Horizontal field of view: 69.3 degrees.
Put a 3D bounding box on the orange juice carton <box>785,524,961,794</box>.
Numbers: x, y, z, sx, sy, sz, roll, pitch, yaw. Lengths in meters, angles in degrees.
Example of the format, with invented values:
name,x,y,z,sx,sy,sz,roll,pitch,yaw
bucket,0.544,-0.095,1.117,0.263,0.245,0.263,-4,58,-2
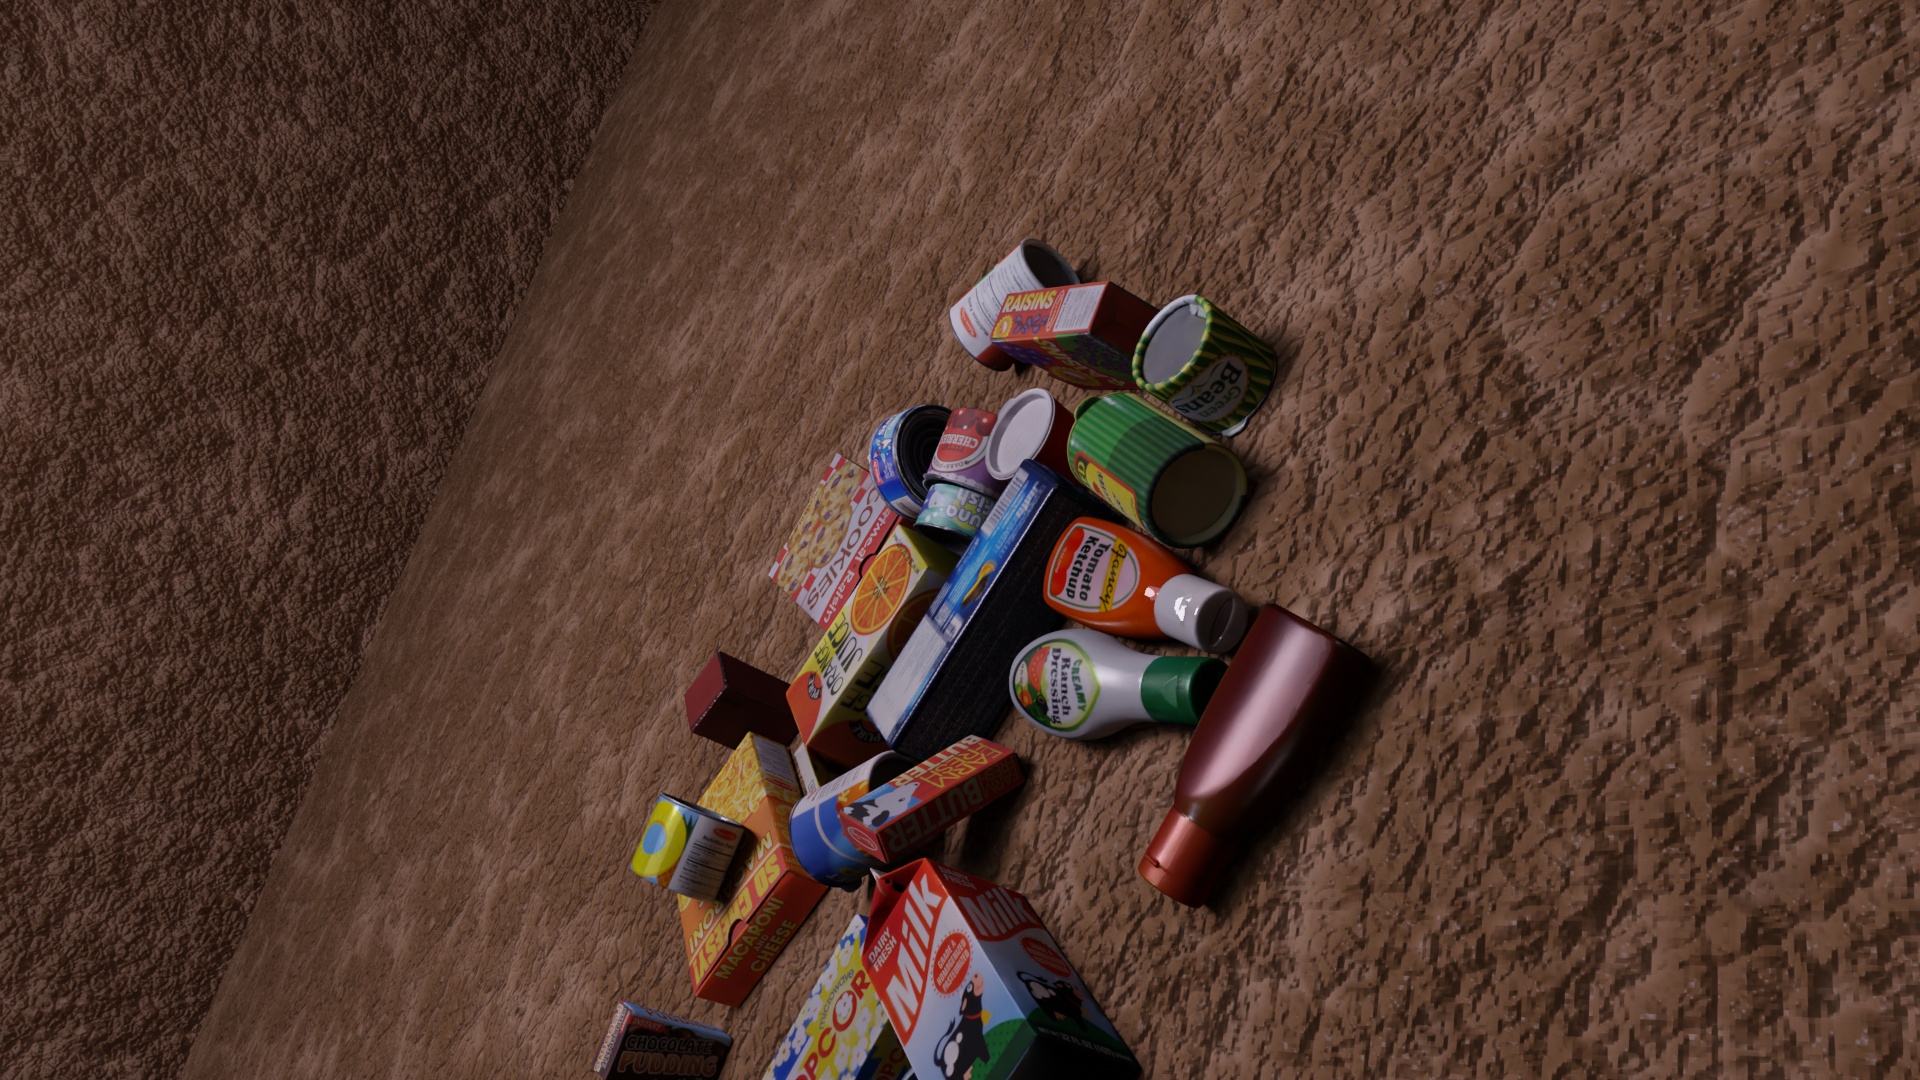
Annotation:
name,x,y,z,sx,sy,sz,roll,pitch,yaw
orange juice carton,-0.058,0.094,0.970,0.192,0.073,0.072,-56,29,11

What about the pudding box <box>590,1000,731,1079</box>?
name,x,y,z,sx,sy,sz,roll,pitch,yaw
pudding box,-0.207,0.355,0.964,0.030,0.083,0.050,1,65,55

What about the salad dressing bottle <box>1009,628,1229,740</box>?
name,x,y,z,sx,sy,sz,roll,pitch,yaw
salad dressing bottle,0.088,0.081,0.775,0.147,0.044,0.064,-5,83,54

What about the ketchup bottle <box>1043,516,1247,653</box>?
name,x,y,z,sx,sy,sz,roll,pitch,yaw
ketchup bottle,0.105,0.029,0.799,0.149,0.043,0.064,22,90,60

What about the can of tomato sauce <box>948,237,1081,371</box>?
name,x,y,z,sx,sy,sz,roll,pitch,yaw
can of tomato sauce,0.044,-0.180,1.060,0.082,0.071,0.071,-39,36,34

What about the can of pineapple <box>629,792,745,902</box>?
name,x,y,z,sx,sy,sz,roll,pitch,yaw
can of pineapple,-0.197,0.220,0.998,0.071,0.071,0.058,3,68,59

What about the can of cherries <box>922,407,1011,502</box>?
name,x,y,z,sx,sy,sz,roll,pitch,yaw
can of cherries,0.012,-0.056,0.992,0.071,0.071,0.058,-1,64,58

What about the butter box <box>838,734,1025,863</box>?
name,x,y,z,sx,sy,sz,roll,pitch,yaw
butter box,-0.017,0.154,0.840,0.104,0.024,0.053,-26,16,-25

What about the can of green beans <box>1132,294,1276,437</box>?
name,x,y,z,sx,sy,sz,roll,pitch,yaw
can of green beans,0.146,-0.106,0.838,0.071,0.058,0.071,-38,36,35

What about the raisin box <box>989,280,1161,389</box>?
name,x,y,z,sx,sy,sz,roll,pitch,yaw
raisin box,0.088,-0.133,0.925,0.123,0.086,0.040,11,79,60

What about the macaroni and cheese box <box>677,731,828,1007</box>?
name,x,y,z,sx,sy,sz,roll,pitch,yaw
macaroni and cheese box,-0.164,0.242,1.039,0.123,0.040,0.167,-54,30,13

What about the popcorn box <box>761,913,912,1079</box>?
name,x,y,z,sx,sy,sz,roll,pitch,yaw
popcorn box,-0.064,0.301,0.831,0.126,0.038,0.085,-60,28,1

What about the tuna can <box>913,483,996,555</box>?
name,x,y,z,sx,sy,sz,roll,pitch,yaw
tuna can,0.003,-0.012,0.969,0.071,0.071,0.033,3,67,58

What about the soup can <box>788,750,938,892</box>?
name,x,y,z,sx,sy,sz,roll,pitch,yaw
soup can,-0.060,0.184,0.904,0.083,0.071,0.072,-34,39,38

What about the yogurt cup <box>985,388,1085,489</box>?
name,x,y,z,sx,sy,sz,roll,pitch,yaw
yogurt cup,0.058,-0.061,0.941,0.072,0.054,0.073,-38,36,35

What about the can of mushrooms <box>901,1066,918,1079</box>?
name,x,y,z,sx,sy,sz,roll,pitch,yaw
can of mushrooms,-0.009,0.314,0.739,0.070,0.033,0.071,-37,37,35

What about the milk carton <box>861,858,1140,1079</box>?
name,x,y,z,sx,sy,sz,roll,pitch,yaw
milk carton,0.008,0.237,0.739,0.073,0.072,0.191,-58,29,7

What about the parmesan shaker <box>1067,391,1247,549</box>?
name,x,y,z,sx,sy,sz,roll,pitch,yaw
parmesan shaker,0.113,-0.044,0.822,0.071,0.071,0.103,-57,29,7

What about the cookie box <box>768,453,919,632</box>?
name,x,y,z,sx,sy,sz,roll,pitch,yaw
cookie box,-0.089,0.006,1.129,0.123,0.040,0.168,-60,29,2

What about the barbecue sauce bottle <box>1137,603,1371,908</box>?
name,x,y,z,sx,sy,sz,roll,pitch,yaw
barbecue sauce bottle,0.138,0.107,0.678,0.148,0.043,0.065,-60,29,3
